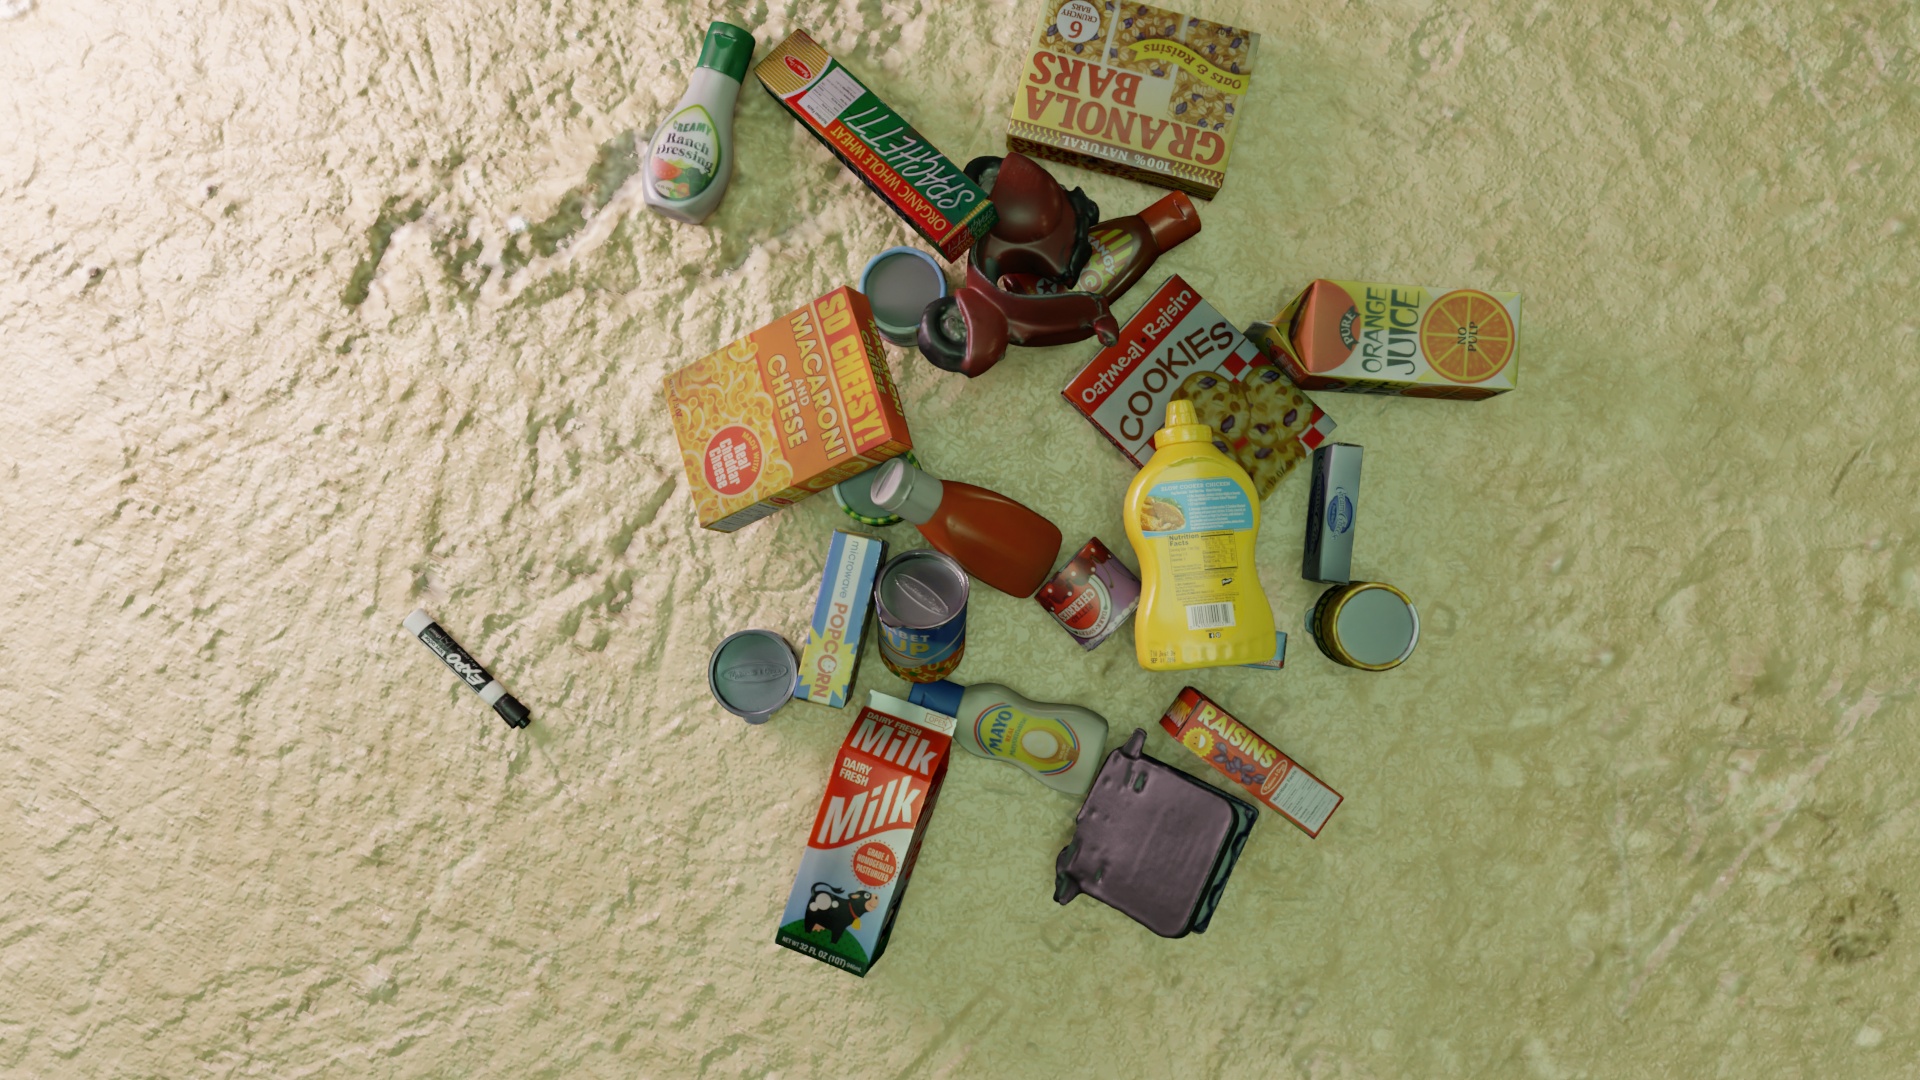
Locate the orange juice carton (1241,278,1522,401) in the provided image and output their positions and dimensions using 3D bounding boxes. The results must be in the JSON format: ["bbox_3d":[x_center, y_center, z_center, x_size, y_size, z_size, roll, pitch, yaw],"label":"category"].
[{"bbox_3d":[0.306,-0.148,1.029,0.193,0.072,0.073,4,88,0],"label":"orange juice carton"}]

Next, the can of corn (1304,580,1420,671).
[{"bbox_3d":[0.297,0.063,1.029,0.071,0.058,0.071,0,88,0],"label":"can of corn"}]

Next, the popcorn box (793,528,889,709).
[{"bbox_3d":[-0.086,0.056,1.019,0.038,0.085,0.126,14,88,0],"label":"popcorn box"}]

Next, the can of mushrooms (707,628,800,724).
[{"bbox_3d":[-0.154,0.102,1.044,0.071,0.033,0.071,0,88,0],"label":"can of mushrooms"}]

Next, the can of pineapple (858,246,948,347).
[{"bbox_3d":[-0.041,-0.184,1.039,0.071,0.058,0.071,0,88,1],"label":"can of pineapple"}]

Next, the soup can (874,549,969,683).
[{"bbox_3d":[-0.030,0.058,1.005,0.071,0.083,0.072,1,56,-1],"label":"soup can"}]

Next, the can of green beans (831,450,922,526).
[{"bbox_3d":[-0.061,-0.044,1.035,0.071,0.058,0.071,0,89,0],"label":"can of green beans"}]

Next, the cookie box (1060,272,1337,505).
[{"bbox_3d":[0.177,-0.099,1.045,0.167,0.040,0.123,43,90,0],"label":"cookie box"}]

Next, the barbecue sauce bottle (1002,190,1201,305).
[{"bbox_3d":[0.109,-0.211,1.046,0.148,0.043,0.065,-31,81,-1],"label":"barbecue sauce bottle"}]

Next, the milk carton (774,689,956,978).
[{"bbox_3d":[-0.064,0.209,1.014,0.072,0.073,0.190,18,90,9],"label":"milk carton"}]

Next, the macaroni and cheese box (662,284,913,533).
[{"bbox_3d":[-0.127,-0.093,1.006,0.166,0.040,0.124,-23,74,21],"label":"macaroni and cheese box"}]

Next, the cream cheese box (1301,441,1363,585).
[{"bbox_3d":[0.276,-0.019,1.035,0.024,0.053,0.103,7,89,-1],"label":"cream cheese box"}]

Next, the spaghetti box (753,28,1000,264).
[{"bbox_3d":[-0.064,-0.288,1.001,0.050,0.028,0.251,-42,60,0],"label":"spaghetti box"}]

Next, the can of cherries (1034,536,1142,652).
[{"bbox_3d":[0.096,0.040,1.025,0.071,0.071,0.058,-45,89,-1],"label":"can of cherries"}]

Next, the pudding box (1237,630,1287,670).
[{"bbox_3d":[0.196,0.077,1.034,0.084,0.049,0.030,7,87,1],"label":"pudding box"}]

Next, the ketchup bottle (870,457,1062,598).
[{"bbox_3d":[0.004,-0.013,1.005,0.148,0.043,0.064,28,91,-33],"label":"ketchup bottle"}]

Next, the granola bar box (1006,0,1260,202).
[{"bbox_3d":[0.129,-0.339,1.052,0.166,0.039,0.124,15,88,1],"label":"granola bar box"}]

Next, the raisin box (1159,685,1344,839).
[{"bbox_3d":[0.210,0.159,1.014,0.123,0.086,0.040,35,91,1],"label":"raisin box"}]

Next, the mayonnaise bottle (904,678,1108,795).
[{"bbox_3d":[0.032,0.139,1.037,0.148,0.041,0.064,19,97,1],"label":"mayonnaise bottle"}]

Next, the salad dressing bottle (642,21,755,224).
[{"bbox_3d":[-0.195,-0.316,1.050,0.064,0.044,0.147,18,88,3],"label":"salad dressing bottle"}]
